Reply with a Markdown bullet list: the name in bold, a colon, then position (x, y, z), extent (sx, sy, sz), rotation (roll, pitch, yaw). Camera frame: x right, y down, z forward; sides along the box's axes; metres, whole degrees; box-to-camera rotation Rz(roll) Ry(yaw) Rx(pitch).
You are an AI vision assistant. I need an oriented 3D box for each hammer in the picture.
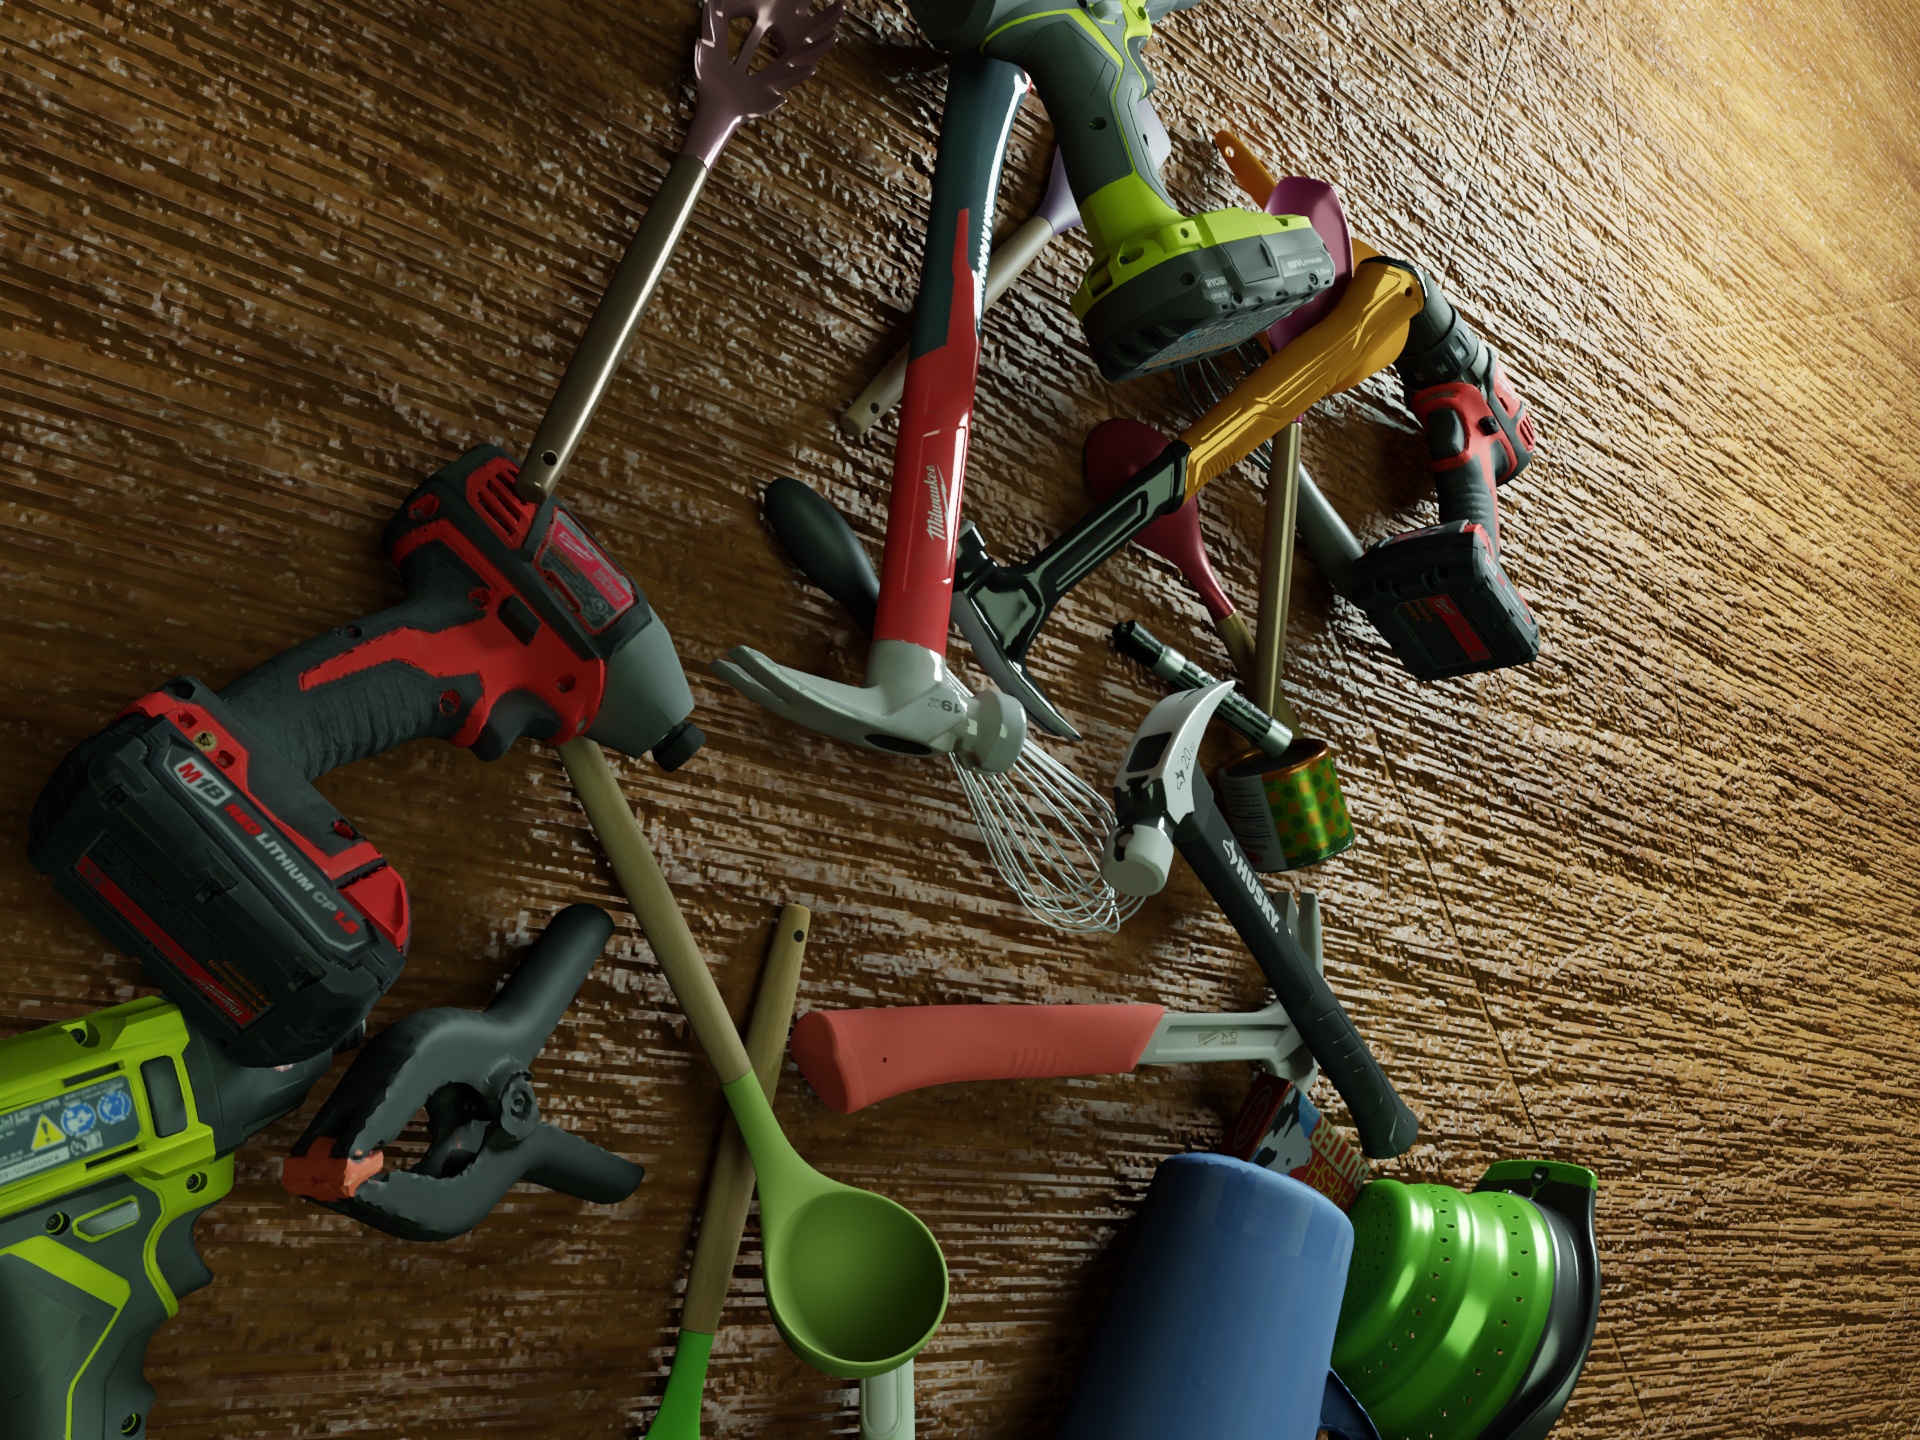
- **hammer**: position (0.069, 0.155, 0.821), extent (0.358, 0.037, 0.149), rotation (9, 81, -41)
- **hammer**: position (0.133, -0.135, 0.841), extent (0.337, 0.034, 0.127), rotation (-41, 112, -18)
- **hammer**: position (-0.021, -0.174, 0.740), extent (0.143, 0.038, 0.387), rotation (17, 68, -30)
- **hammer**: position (0.175, 0.126, 0.858), extent (0.334, 0.035, 0.146), rotation (54, 40, -31)

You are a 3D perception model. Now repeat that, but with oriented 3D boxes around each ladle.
- **ladle**: position (0.162, -0.041, 0.926), extent (0.069, 0.031, 0.315), rotation (-48, 118, -30)
- **ladle**: position (-0.096, 0.121, 0.648), extent (0.078, 0.062, 0.320), rotation (-29, 97, -41)

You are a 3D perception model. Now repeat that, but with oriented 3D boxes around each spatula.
- **spatula**: position (0.028, -0.245, 0.829), extent (0.059, 0.018, 0.316), rotation (53, 55, -24)

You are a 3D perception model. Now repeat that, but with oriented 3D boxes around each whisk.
- **whisk**: position (0.000, -0.003, 0.762), extent (0.284, 0.070, 0.070), rotation (52, 56, -20)
- **whisk**: position (0.196, -0.149, 0.950), extent (0.238, 0.055, 0.055), rotation (48, 58, -32)
- **whisk**: position (-0.033, 0.351, 0.713), extent (0.059, 0.058, 0.246), rotation (30, 58, -73)

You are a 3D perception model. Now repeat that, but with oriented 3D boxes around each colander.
- **colander**: position (0.204, 0.389, 0.855), extent (0.094, 0.204, 0.397), rotation (35, 70, -5)

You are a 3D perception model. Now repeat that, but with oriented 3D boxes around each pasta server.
- **pasta server**: position (-0.117, -0.215, 0.655), extent (0.060, 0.040, 0.316), rotation (29, 56, -20)

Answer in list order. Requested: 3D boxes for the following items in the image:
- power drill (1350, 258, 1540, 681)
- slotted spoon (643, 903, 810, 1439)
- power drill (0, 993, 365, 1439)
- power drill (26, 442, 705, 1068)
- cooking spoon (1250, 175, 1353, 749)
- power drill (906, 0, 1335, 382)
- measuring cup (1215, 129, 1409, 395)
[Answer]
- **power drill**: position (0.302, -0.160, 1.000), extent (0.187, 0.080, 0.227), rotation (41, 50, -39)
- **slotted spoon**: position (-0.103, 0.231, 0.672), extent (0.070, 0.031, 0.314), rotation (25, 69, -37)
- **power drill**: position (-0.255, 0.203, 0.511), extent (0.171, 0.080, 0.223), rotation (-15, 94, -45)
- **power drill**: position (-0.186, 0.007, 0.553), extent (0.143, 0.078, 0.220), rotation (48, 43, -11)
- **cooking spoon**: position (0.182, -0.142, 0.897), extent (0.068, 0.017, 0.319), rotation (0, 97, -27)
- **power drill**: position (0.092, -0.296, 0.783), extent (0.190, 0.080, 0.228), rotation (-23, 89, -37)
- **measuring cup**: position (0.190, -0.271, 0.943), extent (0.052, 0.095, 0.173), rotation (-37, 91, -25)
